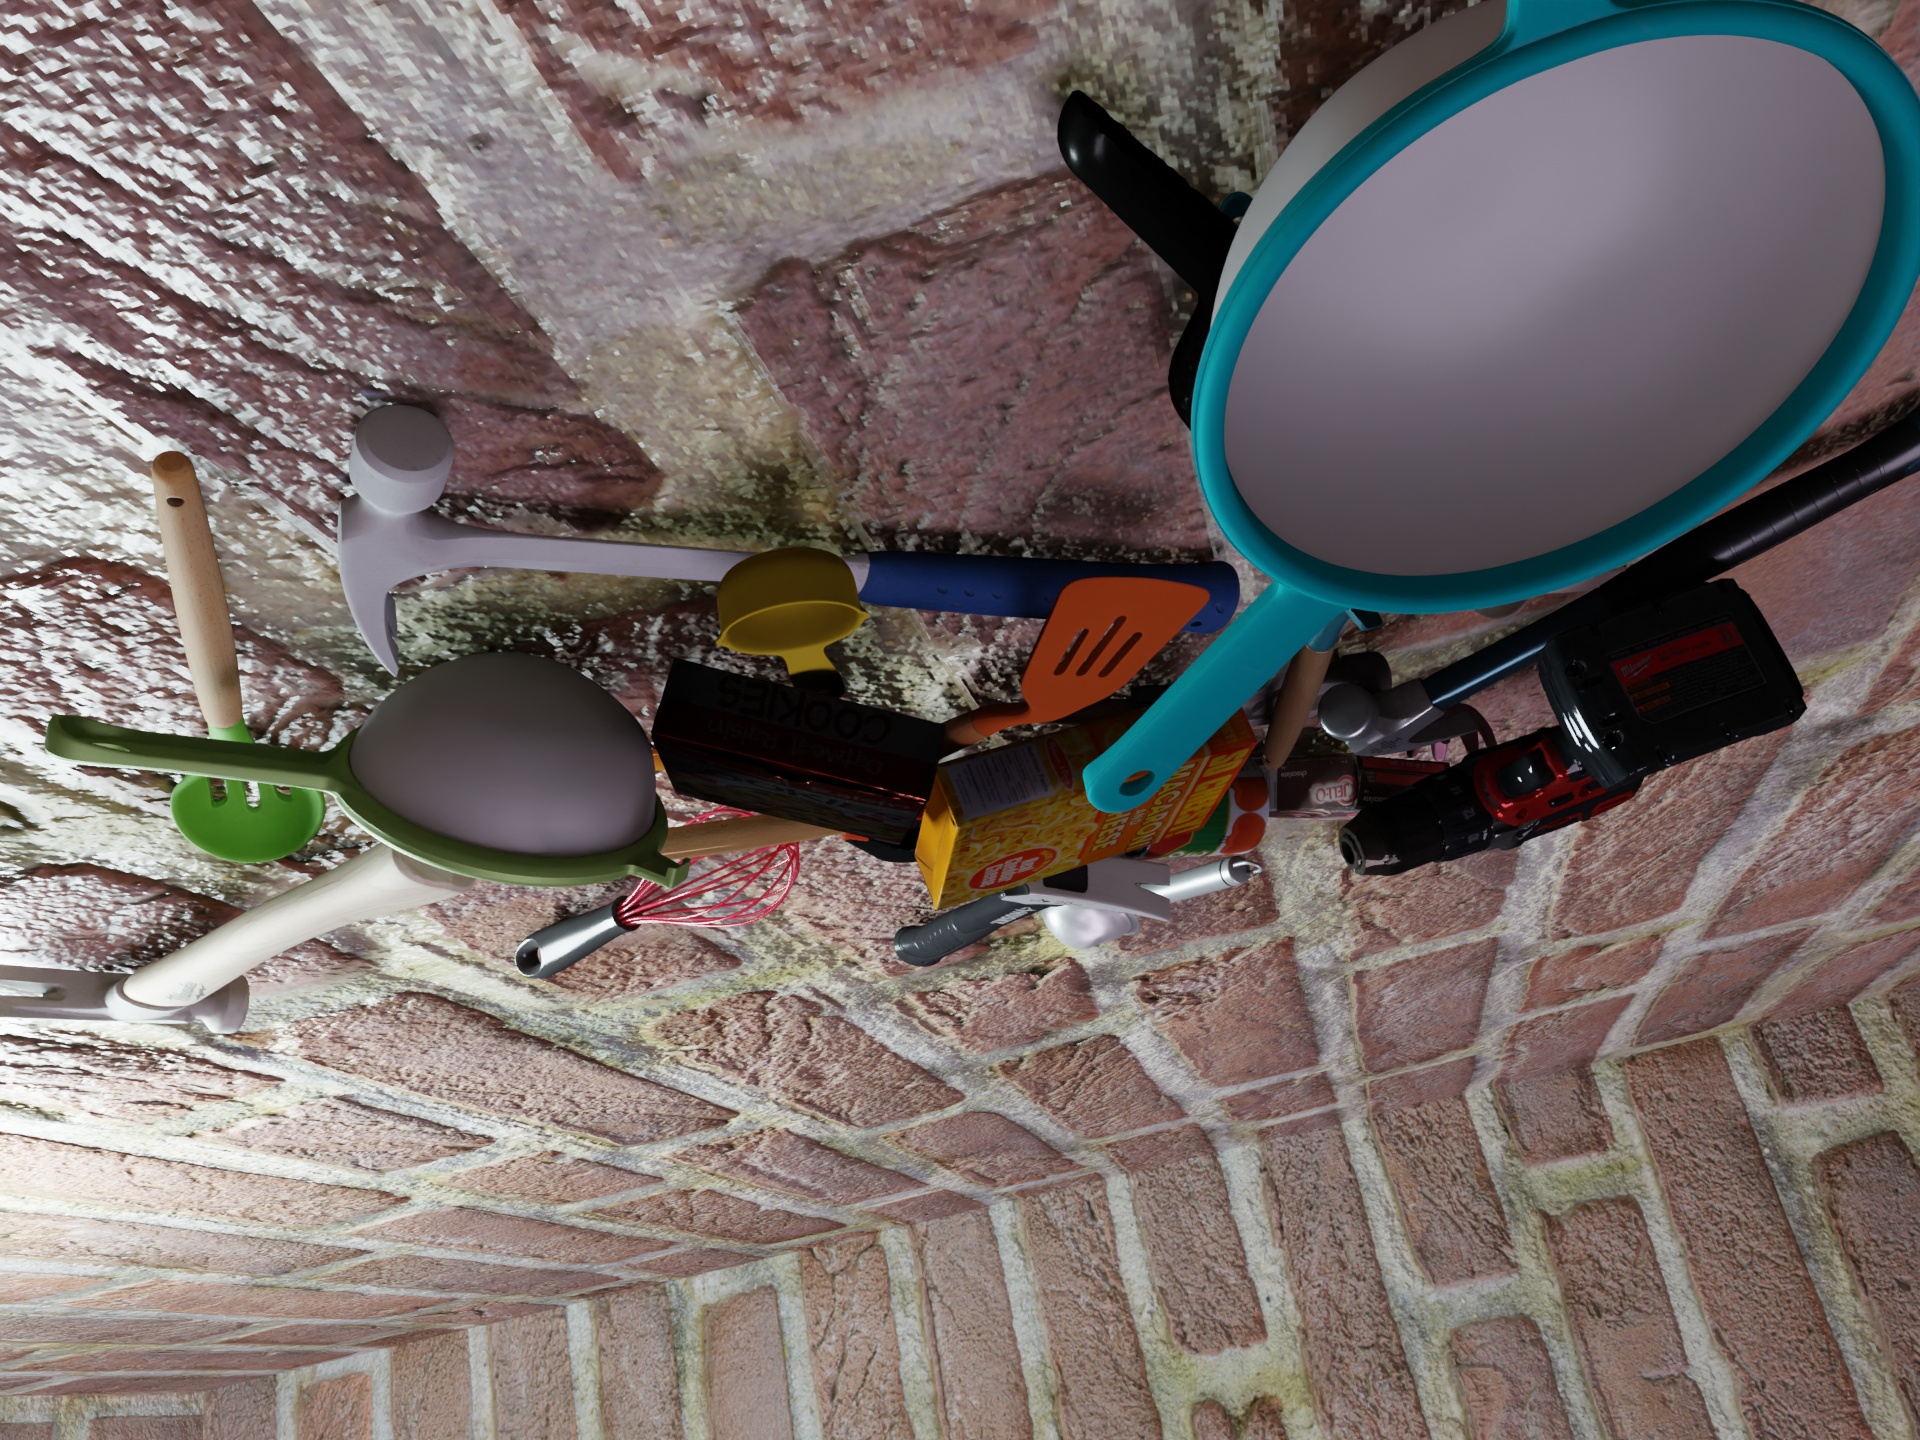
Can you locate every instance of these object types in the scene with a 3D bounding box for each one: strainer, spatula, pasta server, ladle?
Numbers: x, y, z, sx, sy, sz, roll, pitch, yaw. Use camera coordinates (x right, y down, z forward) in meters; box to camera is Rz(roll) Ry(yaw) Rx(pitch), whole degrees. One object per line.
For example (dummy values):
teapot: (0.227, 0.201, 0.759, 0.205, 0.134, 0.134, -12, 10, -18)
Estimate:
strainer: (0.131, -0.097, 0.520, 0.210, 0.095, 0.340, 12, 137, -28)
spatula: (0.161, -0.026, 0.772, 0.044, 0.082, 0.317, -33, 161, -8)
strainer: (0.121, 0.124, 1.104, 0.086, 0.050, 0.258, 36, 150, -17)
strainer: (-0.241, 0.001, 0.680, 0.256, 0.152, 0.069, 9, 112, -32)
spatula: (-0.001, -0.003, 0.811, 0.081, 0.041, 0.322, 1, 165, -33)
pasta server: (0.188, 0.004, 0.947, 0.316, 0.040, 0.060, 1, 177, -22)
ladle: (-0.080, 0.058, 0.875, 0.315, 0.031, 0.069, -6, 151, -26)

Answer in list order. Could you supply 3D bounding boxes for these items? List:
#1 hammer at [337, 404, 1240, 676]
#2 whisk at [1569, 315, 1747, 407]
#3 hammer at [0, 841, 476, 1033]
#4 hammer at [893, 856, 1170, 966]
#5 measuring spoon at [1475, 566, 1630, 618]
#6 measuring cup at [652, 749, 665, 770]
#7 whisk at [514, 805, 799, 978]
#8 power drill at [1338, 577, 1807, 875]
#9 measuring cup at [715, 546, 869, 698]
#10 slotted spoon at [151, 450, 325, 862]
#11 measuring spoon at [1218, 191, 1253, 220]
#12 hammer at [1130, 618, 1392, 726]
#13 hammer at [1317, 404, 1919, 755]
hammer: (-0.057, -0.062, 0.695, 0.405, 0.035, 0.144, 1, 152, -27)
whisk: (0.193, -0.119, 0.615, 0.051, 0.047, 0.245, 12, 165, -39)
hammer: (-0.392, 0.117, 0.861, 0.146, 0.038, 0.410, 14, 154, -42)
hammer: (0.021, 0.132, 1.073, 0.146, 0.035, 0.334, 6, 163, -15)
measuring spoon: (0.340, -0.070, 0.878, 0.124, 0.018, 0.034, -7, 155, -13)
measuring cup: (-0.207, 0.042, 0.828, 0.173, 0.052, 0.095, 1, 153, -21)
whisk: (-0.197, 0.116, 0.992, 0.073, 0.073, 0.296, 13, 151, -43)
power drill: (0.319, 0.021, 0.867, 0.188, 0.080, 0.226, -18, 163, -12)
measuring cup: (-0.067, -0.037, 0.681, 0.062, 0.029, 0.156, -11, 167, -1)
slotted spoon: (-0.319, -0.016, 0.687, 0.070, 0.031, 0.313, -3, 152, -20)
measuring spoon: (0.107, -0.154, 0.602, 0.042, 0.021, 0.128, -20, 146, 3)
hammer: (0.191, -0.085, 0.758, 0.149, 0.037, 0.358, -7, 156, -11)
hammer: (0.349, -0.068, 0.824, 0.331, 0.033, 0.128, -30, 160, 21)
